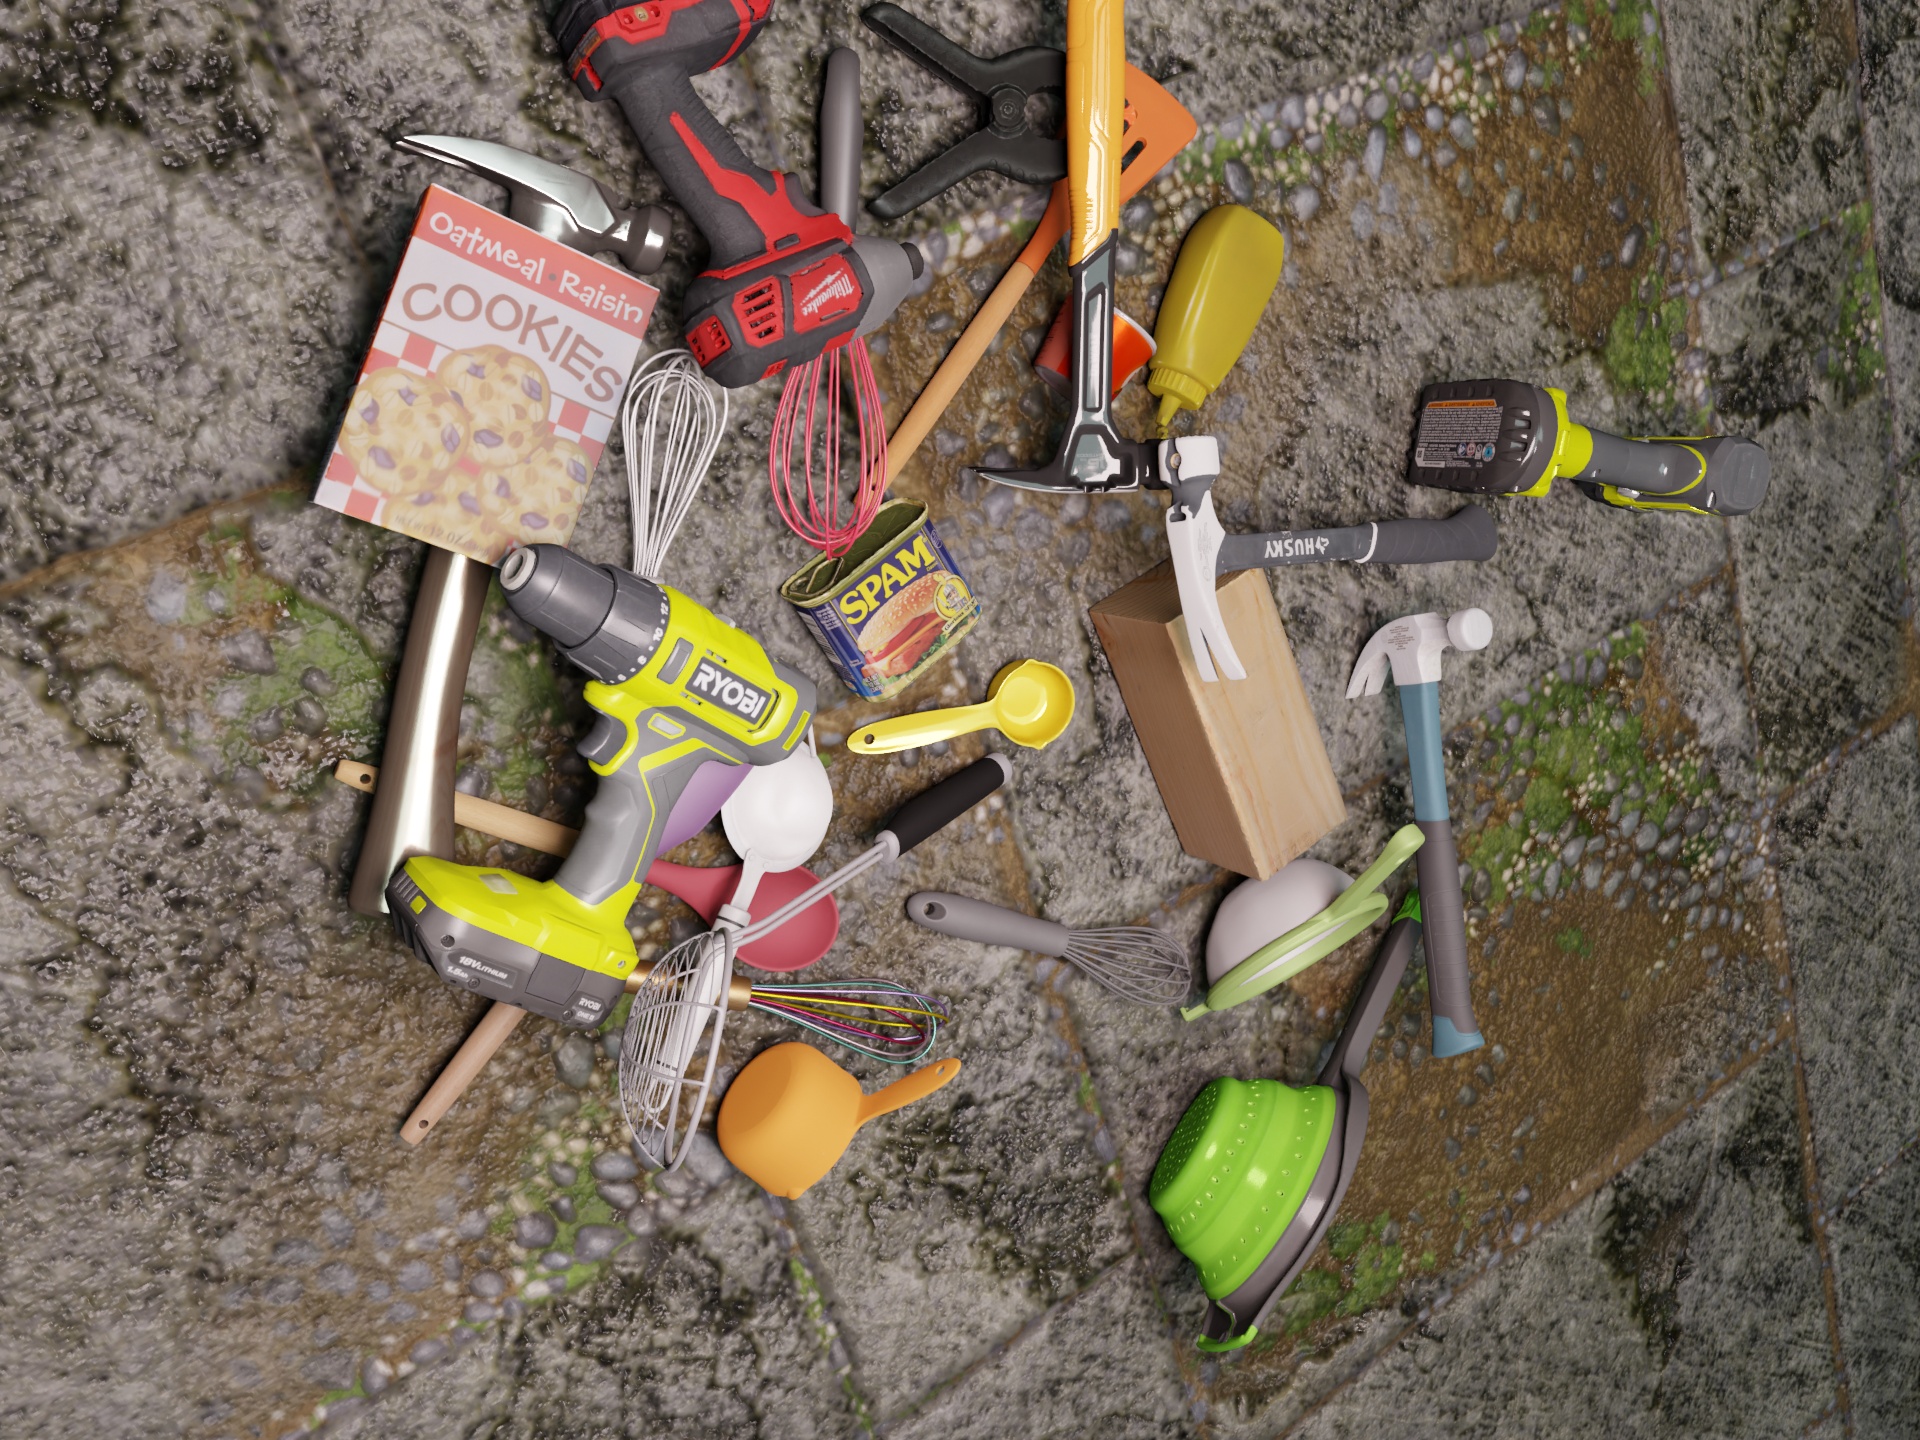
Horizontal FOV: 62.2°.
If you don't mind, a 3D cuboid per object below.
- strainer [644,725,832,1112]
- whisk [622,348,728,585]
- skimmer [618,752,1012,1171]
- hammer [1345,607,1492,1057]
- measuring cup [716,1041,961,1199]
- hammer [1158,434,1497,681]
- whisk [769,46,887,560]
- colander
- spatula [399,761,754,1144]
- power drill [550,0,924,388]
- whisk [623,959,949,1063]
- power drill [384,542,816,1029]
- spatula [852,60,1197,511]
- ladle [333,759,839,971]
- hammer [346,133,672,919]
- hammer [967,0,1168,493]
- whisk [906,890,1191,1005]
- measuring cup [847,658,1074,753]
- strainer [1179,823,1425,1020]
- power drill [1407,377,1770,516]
[{"bbox_3d":[-0.129,0.110,0.947,0.086,0.050,0.258,34,72,-39],"label":"strainer"},{"bbox_3d":[-0.179,-0.089,0.910,0.059,0.058,0.246,13,99,4],"label":"whisk"},{"bbox_3d":[-0.062,0.121,0.931,0.363,0.090,0.127,-33,157,-44],"label":"skimmer"},{"bbox_3d":[0.350,0.086,1.172,0.033,0.128,0.331,-8,92,-27],"label":"hammer"},{"bbox_3d":[-0.079,0.226,0.970,0.052,0.173,0.095,43,34,-25],"label":"measuring cup"},{"bbox_3d":[0.270,-0.117,1.093,0.408,0.036,0.149,-9,94,-46],"label":"hammer"},{"bbox_3d":[-0.074,-0.242,0.932,0.073,0.073,0.296,0,95,-30],"label":"whisk"},{"bbox_3d":[0.243,0.267,1.192,0.094,0.204,0.397,32,64,3],"label":"colander"},{"bbox_3d":[-0.220,0.112,0.917,0.059,0.018,0.316,39,85,-22],"label":"spatula"},{"bbox_3d":[-0.113,-0.301,0.853,0.143,0.078,0.219,-30,100,-27],"label":"power drill"},{"bbox_3d":[-0.117,0.178,1.004,0.244,0.047,0.051,14,94,-26],"label":"whisk"},{"bbox_3d":[-0.200,0.032,0.838,0.190,0.080,0.228,32,87,-43],"label":"power drill"},{"bbox_3d":[0.028,-0.265,0.993,0.081,0.041,0.322,35,84,-10],"label":"spatula"},{"bbox_3d":[-0.211,0.080,0.937,0.315,0.031,0.069,23,84,-29],"label":"ladle"},{"bbox_3d":[-0.272,-0.098,0.848,0.146,0.038,0.410,14,90,-30],"label":"hammer"},{"bbox_3d":[0.071,-0.304,0.945,0.127,0.034,0.336,-2,105,-10],"label":"hammer"},{"bbox_3d":[0.066,0.155,1.101,0.238,0.055,0.055,18,91,-27],"label":"whisk"},{"bbox_3d":[-0.002,-0.003,1.045,0.156,0.029,0.062,-12,106,-15],"label":"measuring cup"},{"bbox_3d":[0.242,0.118,1.112,0.151,0.256,0.069,-20,66,-26],"label":"strainer"},{"bbox_3d":[0.455,-0.196,1.186,0.223,0.171,0.080,6,97,-22],"label":"power drill"}]
